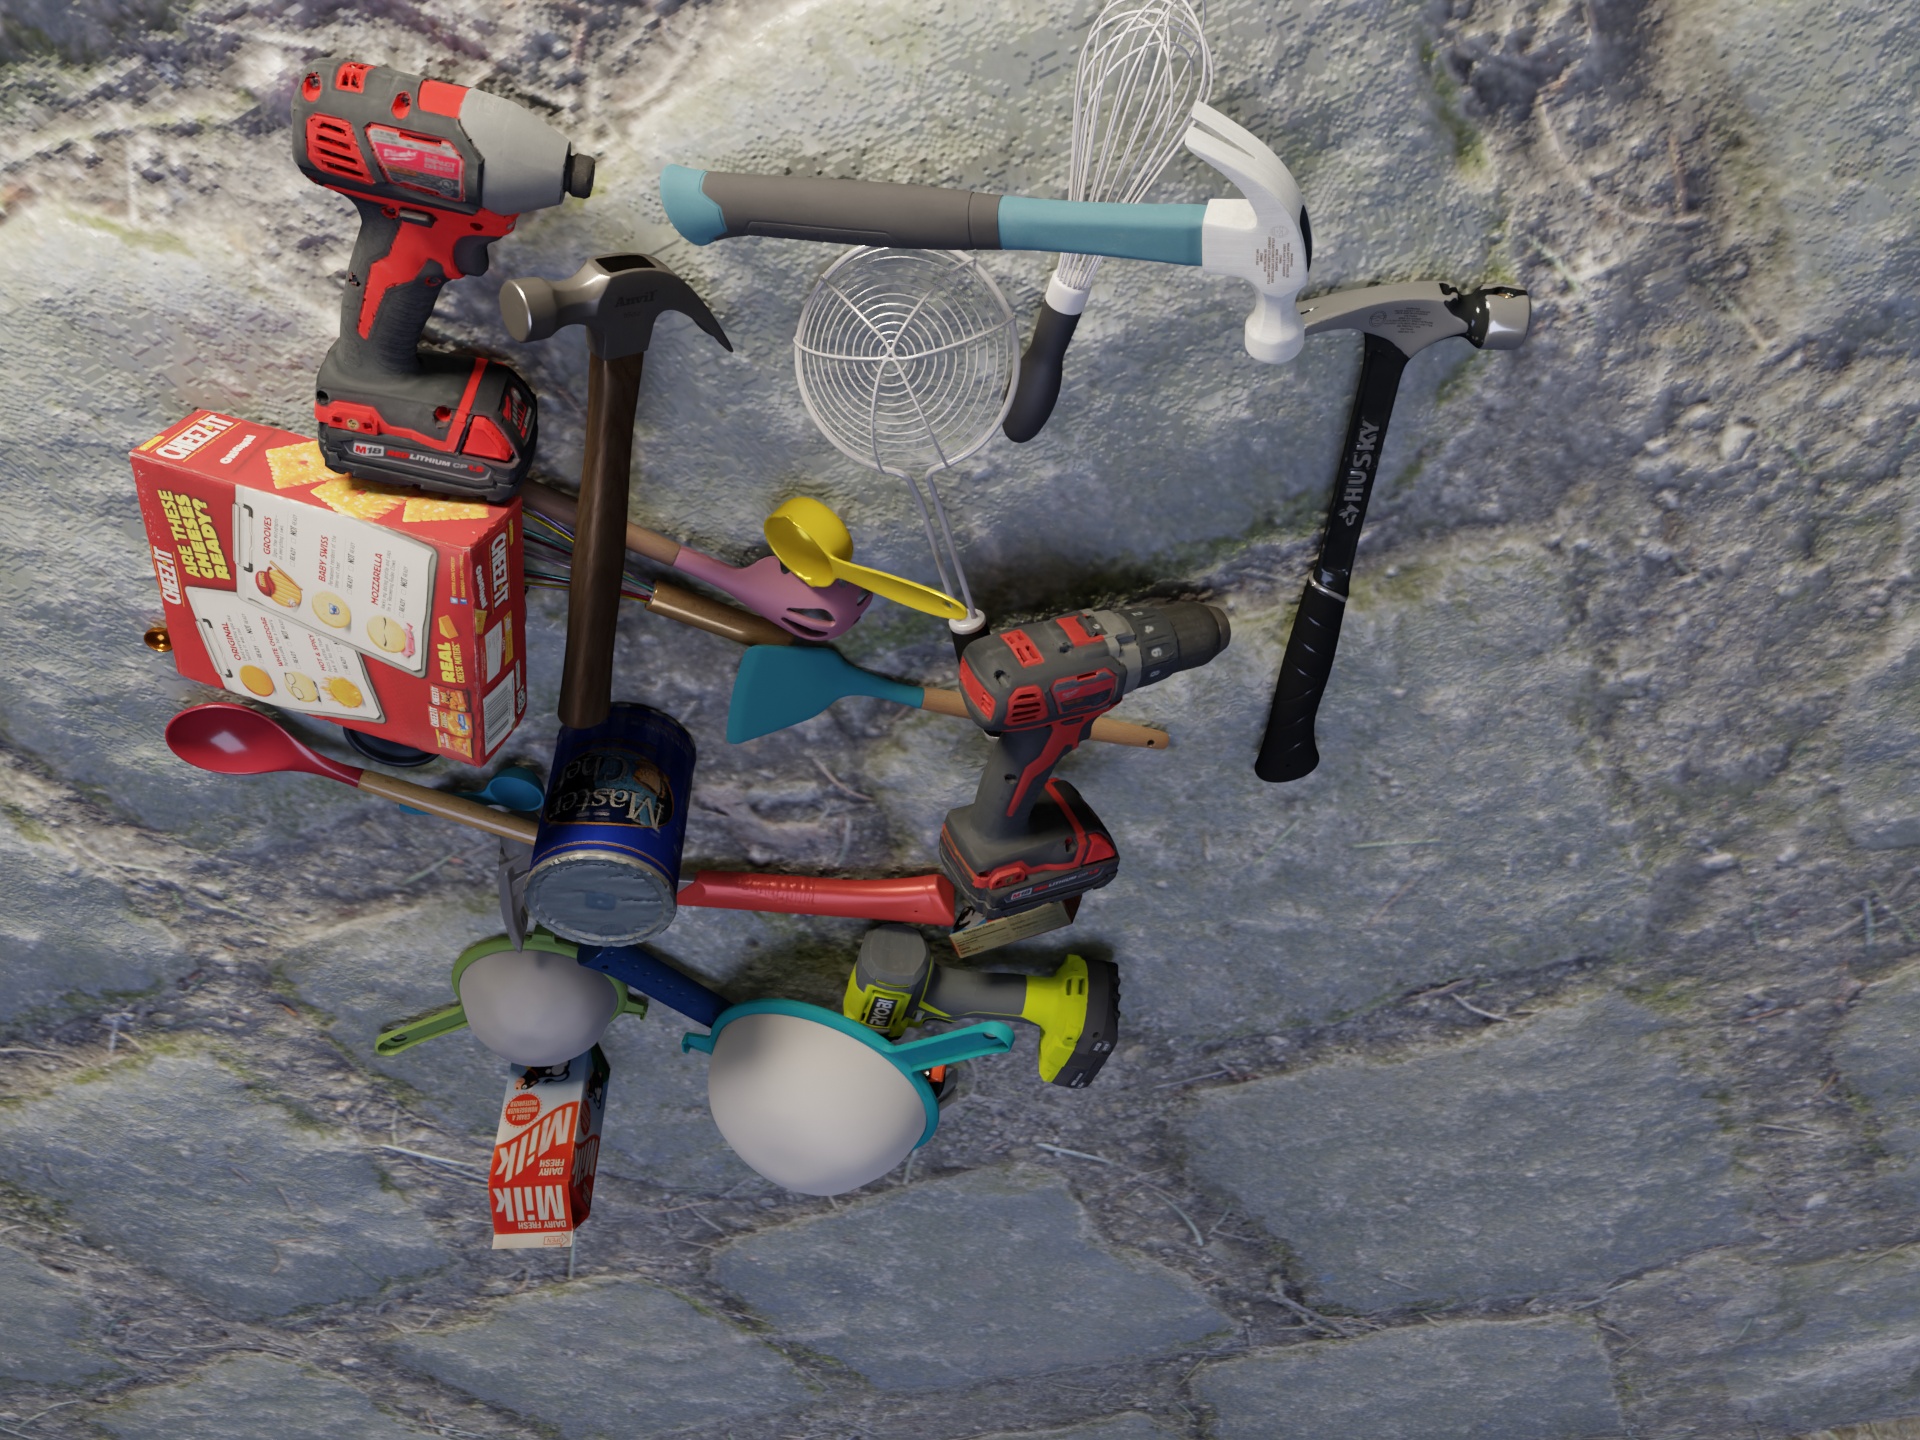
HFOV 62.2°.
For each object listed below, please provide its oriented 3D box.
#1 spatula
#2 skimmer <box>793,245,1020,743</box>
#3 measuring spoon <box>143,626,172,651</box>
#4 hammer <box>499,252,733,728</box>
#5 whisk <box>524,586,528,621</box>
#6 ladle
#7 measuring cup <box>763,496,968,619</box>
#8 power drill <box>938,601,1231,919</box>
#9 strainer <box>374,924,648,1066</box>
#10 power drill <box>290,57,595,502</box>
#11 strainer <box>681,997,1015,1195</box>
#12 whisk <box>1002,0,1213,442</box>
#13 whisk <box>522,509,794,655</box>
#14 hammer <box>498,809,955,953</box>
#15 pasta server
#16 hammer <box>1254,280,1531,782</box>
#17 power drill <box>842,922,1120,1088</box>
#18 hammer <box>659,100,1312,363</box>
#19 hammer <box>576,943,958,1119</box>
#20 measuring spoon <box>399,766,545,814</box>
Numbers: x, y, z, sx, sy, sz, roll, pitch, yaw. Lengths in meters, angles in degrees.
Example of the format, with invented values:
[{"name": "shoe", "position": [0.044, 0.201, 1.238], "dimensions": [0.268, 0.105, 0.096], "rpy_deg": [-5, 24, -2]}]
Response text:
[{"name": "spatula", "position": [-0.002, -0.004, 1.113], "dimensions": [0.317, 0.044, 0.082], "rpy_deg": [9, 124, -12]}, {"name": "skimmer", "position": [-0.005, -0.122, 0.976], "dimensions": [0.127, 0.090, 0.362], "rpy_deg": [-4, 143, 11]}, {"name": "measuring spoon", "position": [-0.496, -0.074, 1.058], "dimensions": [0.117, 0.011, 0.021], "rpy_deg": [-22, 132, 17]}, {"name": "hammer", "position": [-0.207, -0.120, 0.930], "dimensions": [0.130, 0.031, 0.331], "rpy_deg": [-24, 147, -36]}, {"name": "whisk", "position": [-0.391, -0.054, 1.054], "dimensions": [0.246, 0.059, 0.057], "rpy_deg": [-12, 116, 19]}, {"name": "ladle", "position": [-0.411, 0.050, 1.159], "dimensions": [0.315, 0.031, 0.069], "rpy_deg": [20, 129, -14]}, {"name": "measuring cup", "position": [-0.053, -0.096, 0.965], "dimensions": [0.157, 0.029, 0.062], "rpy_deg": [23, 150, 29]}, {"name": "power drill", "position": [0.080, 0.017, 1.068], "dimensions": [0.188, 0.080, 0.226], "rpy_deg": [-14, 137, -24]}, {"name": "strainer", "position": [-0.413, 0.271, 1.384], "dimensions": [0.256, 0.069, 0.151], "rpy_deg": [-21, 134, 18]}, {"name": "power drill", "position": [-0.273, -0.230, 0.845], "dimensions": [0.143, 0.079, 0.219], "rpy_deg": [9, 134, -11]}, {"name": "strainer", "position": [-0.088, 0.314, 1.292], "dimensions": [0.210, 0.095, 0.340], "rpy_deg": [45, 136, -20]}, {"name": "whisk", "position": [0.067, -0.253, 0.840], "dimensions": [0.070, 0.070, 0.284], "rpy_deg": [9, 142, -10]}, {"name": "whisk", "position": [-0.221, -0.085, 1.024], "dimensions": [0.244, 0.047, 0.051], "rpy_deg": [19, 132, -25]}, {"name": "hammer", "position": [-0.184, 0.142, 1.271], "dimensions": [0.359, 0.037, 0.149], "rpy_deg": [5, 135, -6]}, {"name": "pasta server", "position": [-0.203, -0.119, 1.001], "dimensions": [0.316, 0.040, 0.060], "rpy_deg": [22, 133, -17]}, {"name": "hammer", "position": [0.235, -0.099, 1.019], "dimensions": [0.149, 0.036, 0.408], "rpy_deg": [1, 137, 0]}, {"name": "power drill", "position": [0.013, 0.249, 1.365], "dimensions": [0.223, 0.080, 0.171], "rpy_deg": [10, 143, -7]}, {"name": "hammer", "position": [0.008, -0.248, 0.795], "dimensions": [0.331, 0.033, 0.128], "rpy_deg": [8, 145, 13]}, {"name": "hammer", "position": [-0.168, 0.286, 1.430], "dimensions": [0.144, 0.035, 0.405], "rpy_deg": [-30, 130, 29]}, {"name": "measuring spoon", "position": [-0.367, 0.053, 1.194], "dimensions": [0.128, 0.021, 0.042], "rpy_deg": [-8, 138, 21]}]
